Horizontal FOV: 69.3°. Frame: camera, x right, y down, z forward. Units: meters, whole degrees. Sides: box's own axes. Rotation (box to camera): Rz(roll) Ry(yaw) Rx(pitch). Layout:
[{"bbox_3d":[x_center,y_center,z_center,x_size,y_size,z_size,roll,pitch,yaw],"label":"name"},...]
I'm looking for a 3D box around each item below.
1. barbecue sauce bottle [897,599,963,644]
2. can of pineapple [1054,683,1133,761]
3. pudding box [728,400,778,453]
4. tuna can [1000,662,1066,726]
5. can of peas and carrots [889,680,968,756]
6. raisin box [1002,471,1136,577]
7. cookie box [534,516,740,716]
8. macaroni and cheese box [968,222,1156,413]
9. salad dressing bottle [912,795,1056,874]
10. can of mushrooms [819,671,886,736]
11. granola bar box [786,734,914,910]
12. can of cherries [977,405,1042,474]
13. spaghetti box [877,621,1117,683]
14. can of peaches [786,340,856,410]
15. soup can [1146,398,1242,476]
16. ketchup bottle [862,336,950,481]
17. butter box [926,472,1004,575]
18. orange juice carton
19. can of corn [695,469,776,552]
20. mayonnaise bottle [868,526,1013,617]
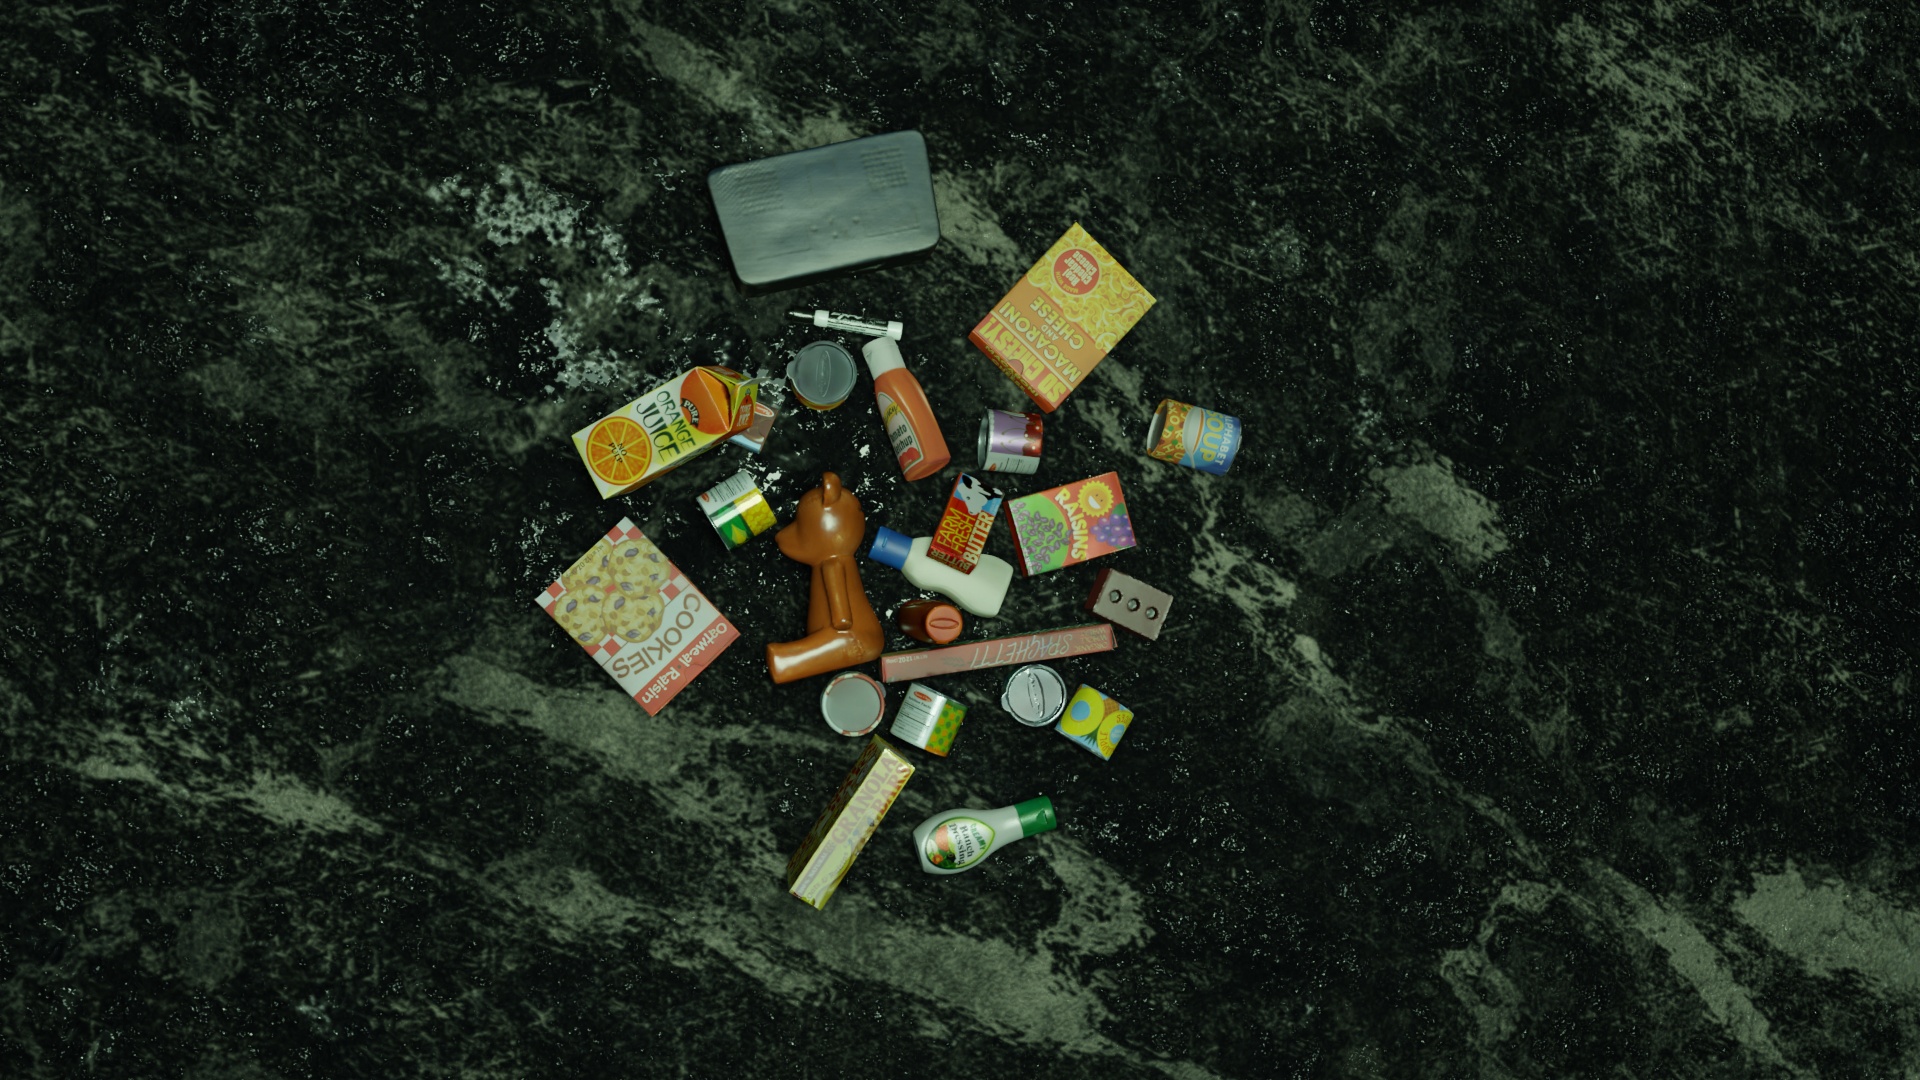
[{"bbox_3d":[-0.026,0.082,1.405,0.065,0.148,0.043,3,88,-8],"label":"barbecue sauce bottle"},{"bbox_3d":[0.143,0.192,1.466,0.071,0.071,0.058,32,84,-6],"label":"can of pineapple"},{"bbox_3d":[-0.237,-0.128,1.443,0.084,0.030,0.050,23,83,-7],"label":"pudding box"},{"bbox_3d":[0.075,0.164,1.475,0.071,0.033,0.071,0,87,-9],"label":"tuna can"},{"bbox_3d":[-0.031,0.186,1.443,0.071,0.071,0.059,25,85,-7],"label":"can of peas and carrots"},{"bbox_3d":[0.117,-0.017,1.487,0.123,0.040,0.086,-16,89,-8],"label":"raisin box"},{"bbox_3d":[-0.327,0.078,1.414,0.123,0.040,0.167,-44,94,-8],"label":"cookie box"},{"bbox_3d":[0.109,-0.239,1.495,0.123,0.040,0.167,43,82,-4],"label":"macaroni and cheese box"},{"bbox_3d":[0.026,0.305,1.456,0.148,0.044,0.064,-15,89,-9],"label":"salad dressing bottle"},{"bbox_3d":[-0.110,0.169,1.447,0.071,0.033,0.071,0,87,-8],"label":"can of mushrooms"},{"bbox_3d":[-0.112,0.280,1.395,0.039,0.124,0.166,35,83,-6],"label":"granola bar box"},{"bbox_3d":[0.052,-0.107,1.467,0.058,0.071,0.071,4,87,-8],"label":"can of cherries"},{"bbox_3d":[0.038,0.117,1.463,0.250,0.050,0.028,-8,90,-9],"label":"spaghetti box"},{"bbox_3d":[-0.145,-0.171,1.444,0.071,0.058,0.071,0,88,-8],"label":"can of peaches"},{"bbox_3d":[0.252,-0.112,1.495,0.084,0.071,0.071,14,86,-8],"label":"soup can"},{"bbox_3d":[-0.060,-0.140,1.457,0.044,0.064,0.149,-17,81,-32],"label":"ketchup bottle"},{"bbox_3d":[0.005,-0.018,1.455,0.053,0.024,0.104,25,56,-5],"label":"butter box"},{"bbox_3d":[-0.280,-0.118,1.385,0.192,0.072,0.073,-27,93,12],"label":"orange juice carton"},{"bbox_3d":[-0.228,-0.029,1.423,0.058,0.071,0.071,-32,93,-9],"label":"can of corn"},{"bbox_3d":[-0.022,0.028,1.463,0.148,0.041,0.065,22,77,-6],"label":"mayonnaise bottle"}]
